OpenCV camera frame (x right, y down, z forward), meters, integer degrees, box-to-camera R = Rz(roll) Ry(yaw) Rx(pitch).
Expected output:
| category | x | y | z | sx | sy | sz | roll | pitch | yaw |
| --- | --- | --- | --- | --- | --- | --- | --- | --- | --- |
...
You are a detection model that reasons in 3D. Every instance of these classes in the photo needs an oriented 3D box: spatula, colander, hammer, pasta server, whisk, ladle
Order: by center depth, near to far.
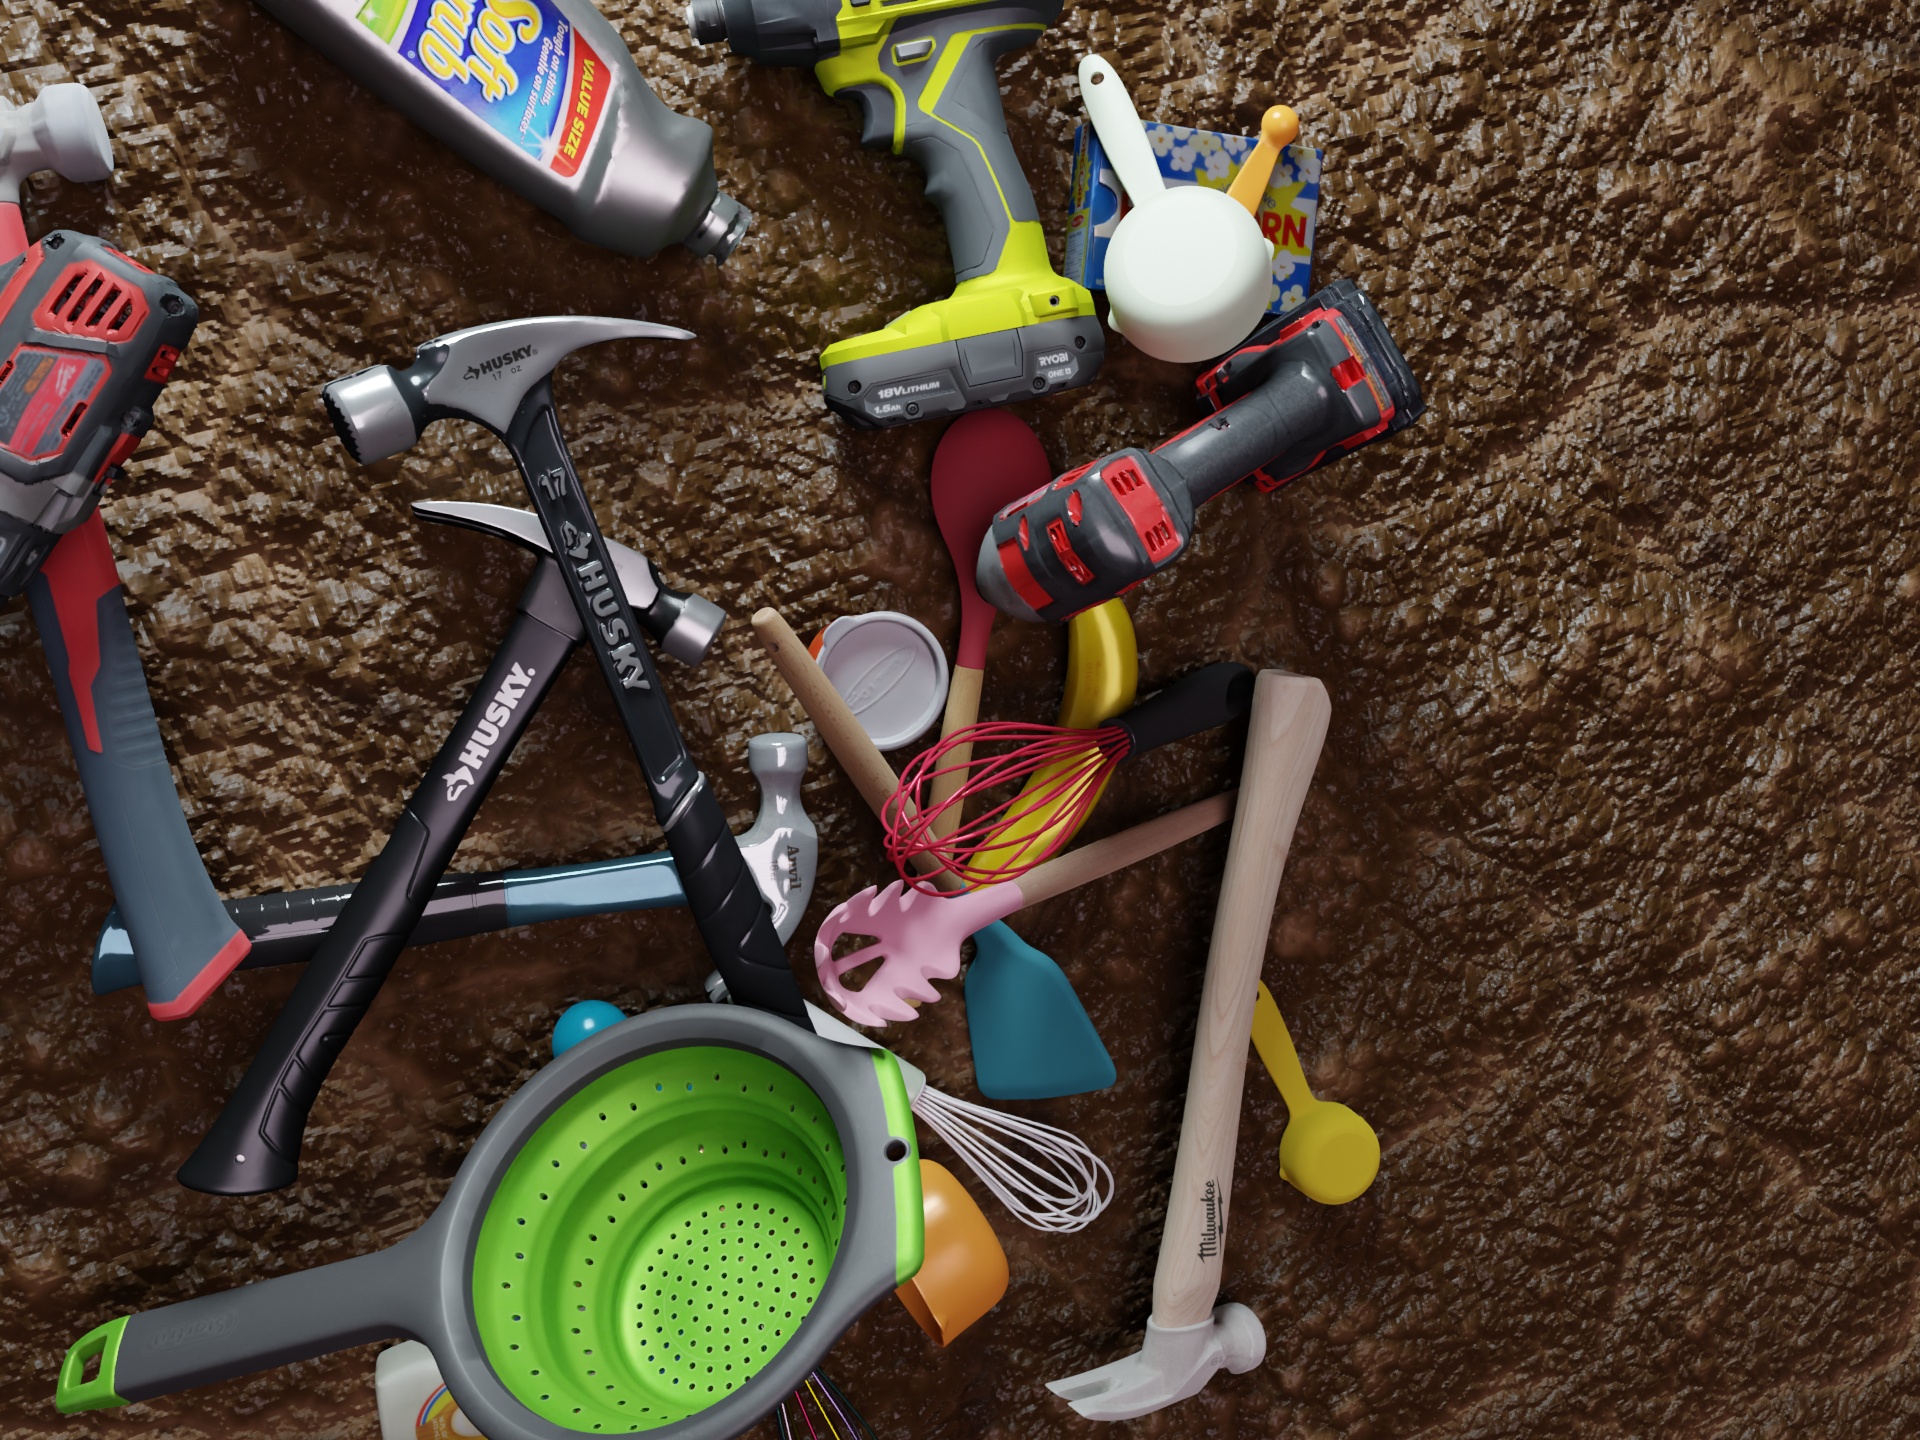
| category | x | y | z | sx | sy | sz | roll | pitch | yaw |
| --- | --- | --- | --- | --- | --- | --- | --- | --- | --- |
| hammer | -0.387 | -0.058 | 0.662 | 0.143 | 0.038 | 0.386 | -13 | 98 | -14 |
| colander | -0.198 | 0.258 | 0.707 | 0.397 | 0.205 | 0.094 | -16 | 137 | 6 |
| hammer | -0.249 | 0.057 | 0.714 | 0.146 | 0.035 | 0.335 | 30 | 81 | -12 |
| hammer | -0.130 | 0.016 | 0.721 | 0.149 | 0.036 | 0.408 | -29 | 115 | -24 |
| hammer | -0.231 | 0.086 | 0.758 | 0.331 | 0.033 | 0.128 | -6 | 100 | -17 |
| whisk | 0.064 | 0.016 | 0.770 | 0.296 | 0.073 | 0.073 | -22 | 108 | -47 |
| spatula | -0.018 | 0.073 | 0.782 | 0.082 | 0.044 | 0.317 | -13 | 126 | 28 |
| pasta server | 0.050 | 0.077 | 0.782 | 0.316 | 0.040 | 0.060 | -17 | 88 | -40 |
| ladle | -0.001 | -0.003 | 0.822 | 0.069 | 0.031 | 0.315 | 6 | 99 | -24 |
| whisk | -0.092 | 0.330 | 0.840 | 0.051 | 0.047 | 0.245 | -23 | 102 | -12 |
| whisk | -0.019 | 0.200 | 0.840 | 0.246 | 0.058 | 0.059 | 35 | 118 | -16 |
| hammer | 0.136 | 0.176 | 0.860 | 0.146 | 0.038 | 0.410 | 1 | 100 | -40 |

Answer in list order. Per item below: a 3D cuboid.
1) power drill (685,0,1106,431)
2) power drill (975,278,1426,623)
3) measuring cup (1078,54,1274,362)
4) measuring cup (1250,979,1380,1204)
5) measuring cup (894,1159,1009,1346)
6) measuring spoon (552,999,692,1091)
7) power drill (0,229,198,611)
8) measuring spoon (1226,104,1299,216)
| category | x | y | z | sx | sy | sz | roll | pitch | yaw |
| --- | --- | --- | --- | --- | --- | --- | --- | --- | --- |
| power drill | -0.024 | -0.255 | 0.744 | 0.171 | 0.080 | 0.223 | -12 | 99 | -5 |
| power drill | 0.105 | -0.118 | 0.764 | 0.219 | 0.143 | 0.078 | -35 | 96 | -27 |
| measuring cup | 0.087 | -0.247 | 0.737 | 0.083 | 0.038 | 0.168 | -24 | 77 | 11 |
| measuring cup | 0.198 | 0.214 | 0.920 | 0.062 | 0.029 | 0.156 | -30 | 107 | -11 |
| measuring cup | -0.025 | 0.239 | 0.809 | 0.052 | 0.095 | 0.173 | -29 | 122 | -21 |
| measuring spoon | -0.145 | 0.180 | 0.801 | 0.128 | 0.021 | 0.042 | 33 | 58 | -24 |
| power drill | -0.430 | -0.136 | 0.589 | 0.226 | 0.080 | 0.188 | 31 | 87 | -17 |
| measuring spoon | 0.139 | -0.252 | 0.789 | 0.021 | 0.011 | 0.117 | 26 | 91 | -20 |
